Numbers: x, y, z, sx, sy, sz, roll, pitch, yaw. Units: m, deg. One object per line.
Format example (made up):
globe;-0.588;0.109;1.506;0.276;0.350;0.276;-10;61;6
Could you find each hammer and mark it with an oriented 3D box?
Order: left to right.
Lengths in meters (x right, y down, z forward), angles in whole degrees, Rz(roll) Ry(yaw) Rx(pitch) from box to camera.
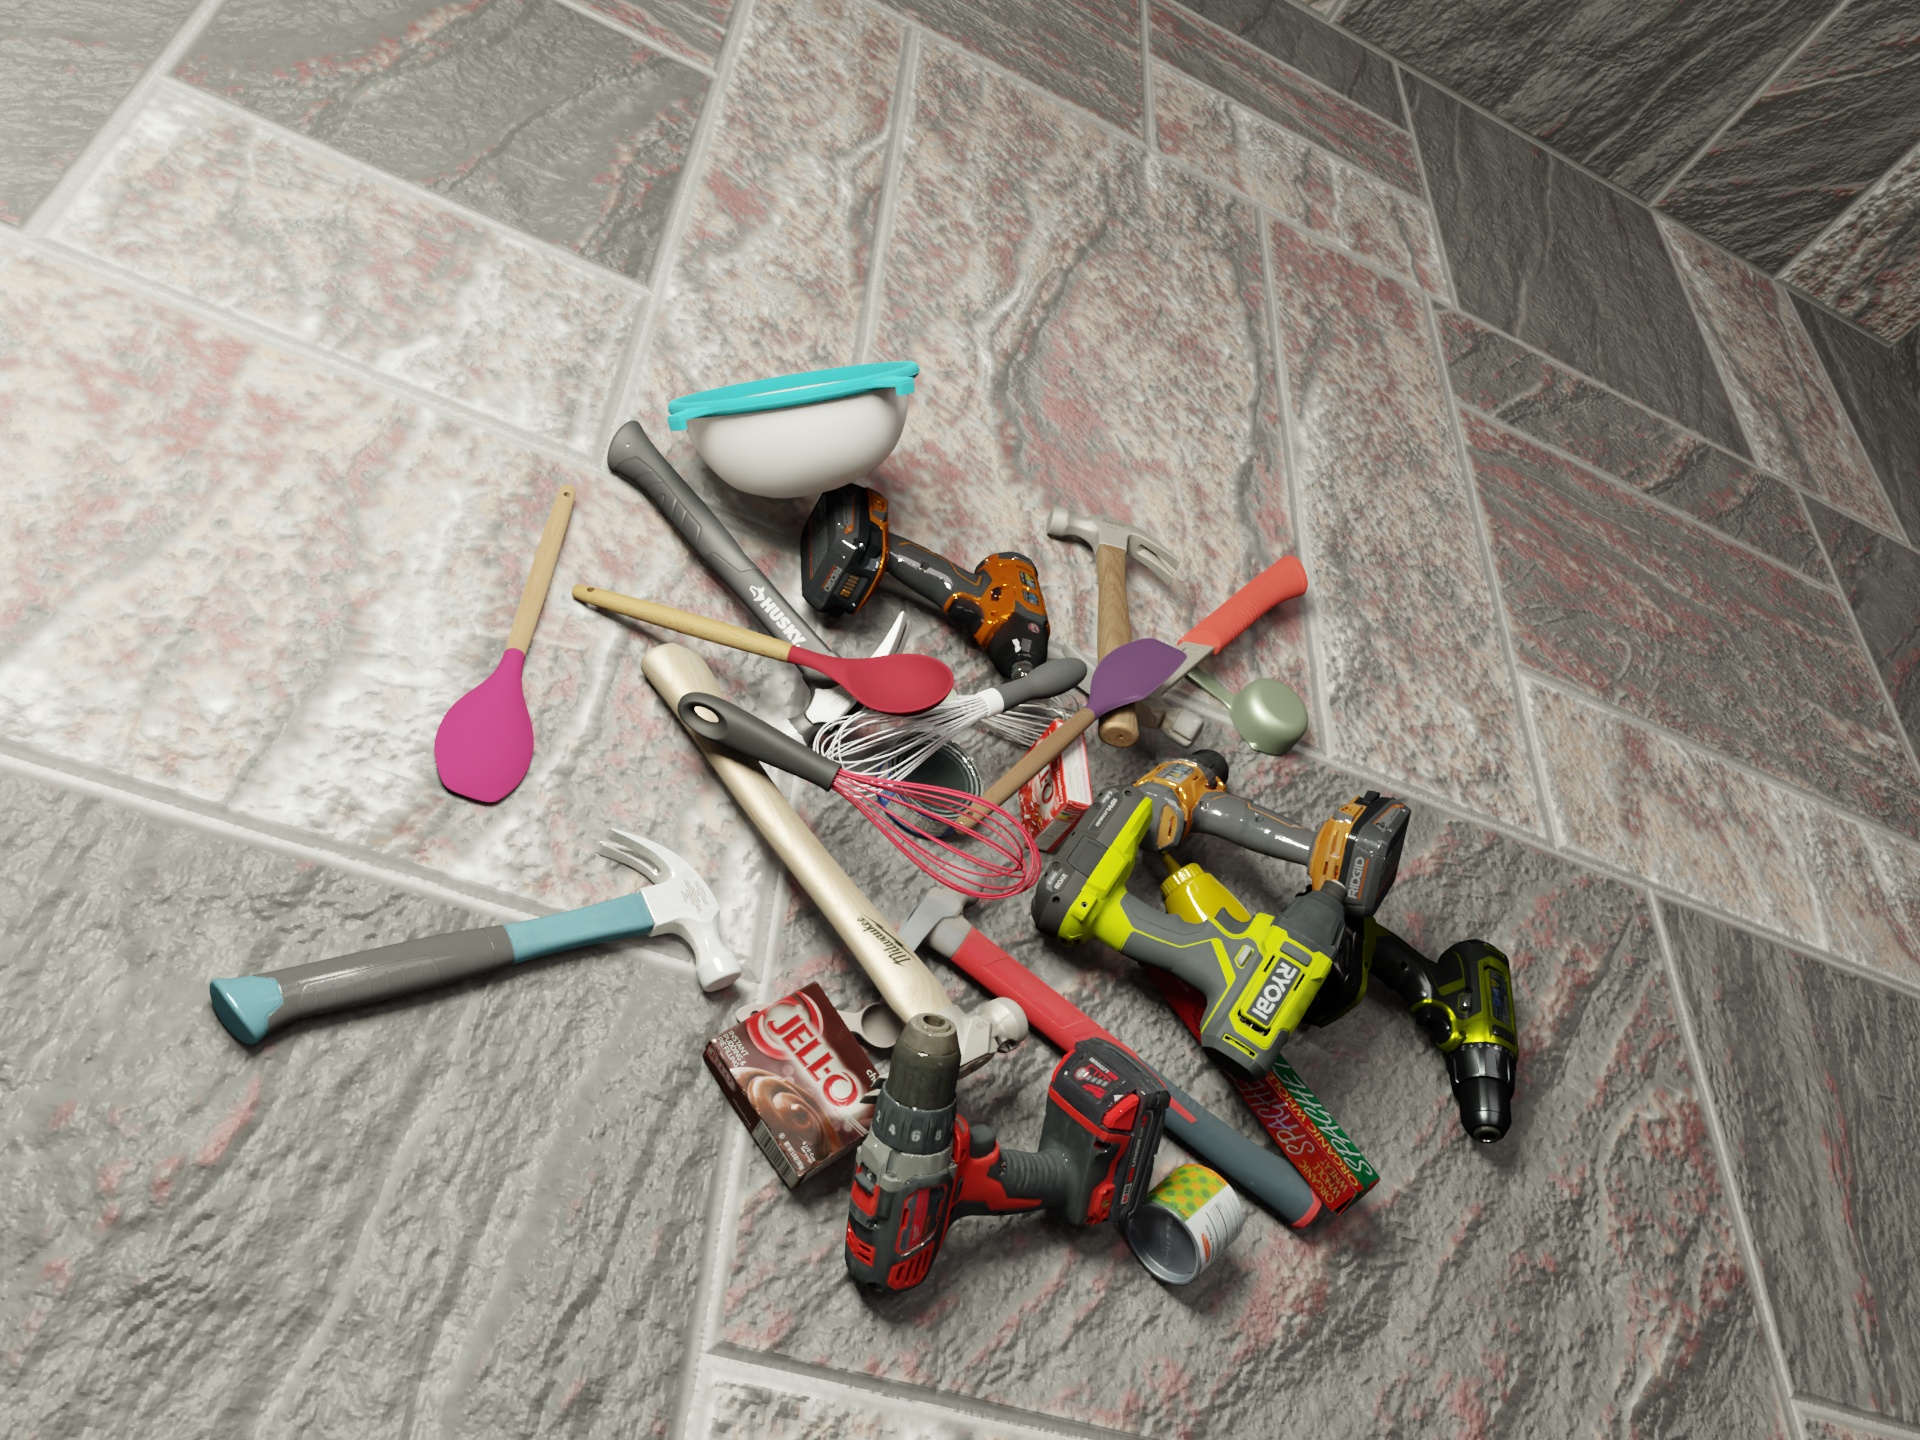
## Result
hammer;-0.309;0.151;1.039;0.331;0.033;0.128;-10;62;-38
hammer;-0.182;-0.130;1.313;0.146;0.035;0.335;-40;71;-5
hammer;-0.123;0.097;1.161;0.146;0.038;0.411;-14;55;-47
hammer;0.111;0.272;1.213;0.386;0.038;0.143;38;45;-1
hammer;0.145;-0.091;1.482;0.130;0.031;0.332;12;40;-7
hammer;0.244;-0.092;1.576;0.149;0.036;0.359;34;41;18

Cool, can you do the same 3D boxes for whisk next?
whisk;-0.076;0.052;1.171;0.296;0.073;0.073;26;44;1
whisk;-0.003;-0.004;1.288;0.284;0.070;0.070;-21;69;-35
whisk;-0.002;-0.014;1.372;0.246;0.057;0.059;9;17;-24

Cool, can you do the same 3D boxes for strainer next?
strainer;-0.136;-0.254;1.392;0.211;0.095;0.340;-9;15;-1

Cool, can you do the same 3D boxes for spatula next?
spatula;0.090;0.007;1.320;0.060;0.018;0.316;27;44;25

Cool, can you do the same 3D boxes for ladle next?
ladle;-0.157;-0.059;1.241;0.315;0.031;0.069;16;45;8

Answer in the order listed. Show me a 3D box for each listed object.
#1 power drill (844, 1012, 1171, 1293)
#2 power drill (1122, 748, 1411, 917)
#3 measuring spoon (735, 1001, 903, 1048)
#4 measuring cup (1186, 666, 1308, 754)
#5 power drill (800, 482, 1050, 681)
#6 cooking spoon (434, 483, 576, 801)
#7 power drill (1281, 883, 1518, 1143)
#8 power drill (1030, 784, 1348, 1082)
power drill;0.031;0.272;1.064;0.226;0.188;0.080;-2;21;-37
power drill;0.266;0.084;1.374;0.226;0.084;0.185;15;19;22
measuring spoon;-0.102;0.217;1.139;0.124;0.018;0.034;8;57;-19
measuring cup;0.271;-0.033;1.564;0.167;0.038;0.083;35;44;-5
power drill;-0.023;-0.111;1.391;0.226;0.084;0.164;20;34;-22
cooking spoon;-0.334;-0.070;1.212;0.068;0.017;0.319;21;47;-19
power drill;0.392;0.249;1.390;0.228;0.080;0.191;28;44;-15
power drill;0.184;0.155;1.259;0.223;0.080;0.171;32;72;14
